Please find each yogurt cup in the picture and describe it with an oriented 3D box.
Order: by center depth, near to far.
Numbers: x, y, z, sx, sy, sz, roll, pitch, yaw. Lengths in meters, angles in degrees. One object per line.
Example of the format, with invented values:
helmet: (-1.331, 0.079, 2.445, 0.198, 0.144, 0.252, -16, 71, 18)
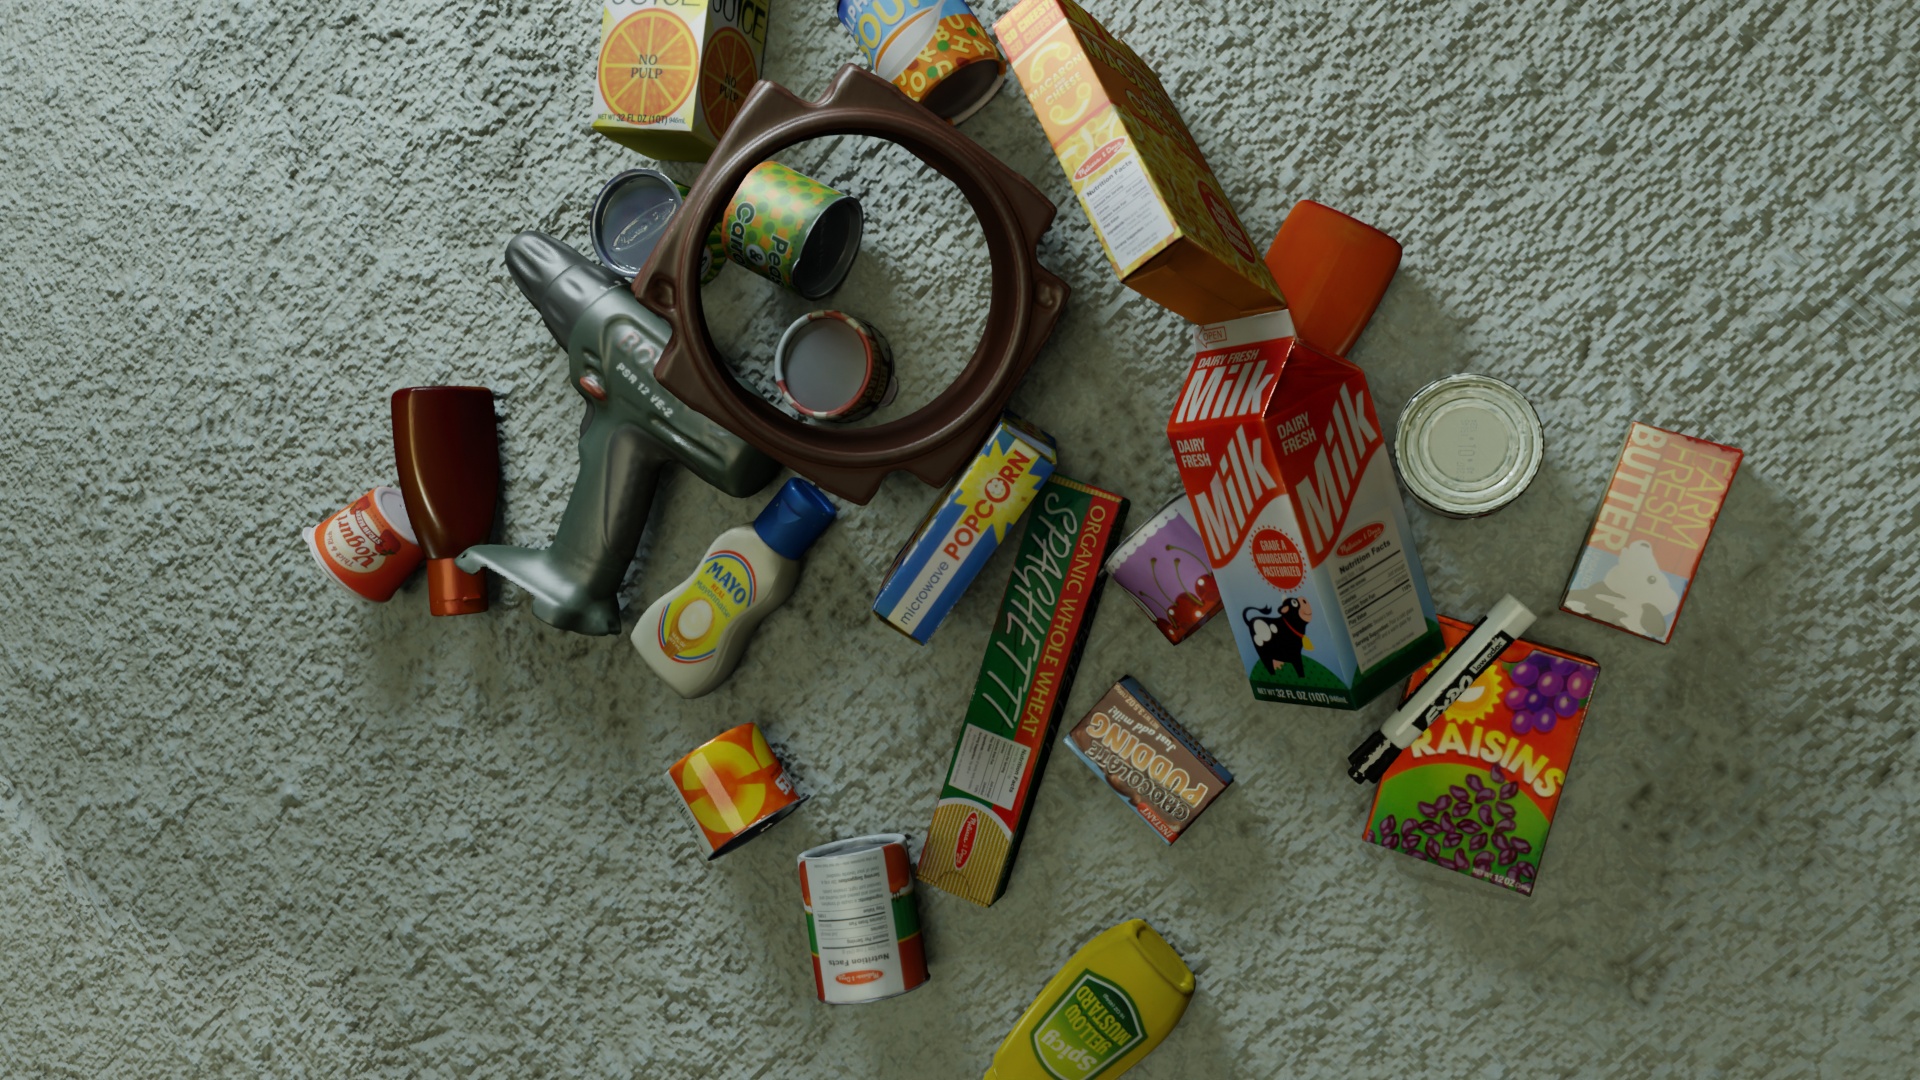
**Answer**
yogurt cup: (-0.389, 0.001, 0.927, 0.054, 0.072, 0.072, -39, 78, 7)

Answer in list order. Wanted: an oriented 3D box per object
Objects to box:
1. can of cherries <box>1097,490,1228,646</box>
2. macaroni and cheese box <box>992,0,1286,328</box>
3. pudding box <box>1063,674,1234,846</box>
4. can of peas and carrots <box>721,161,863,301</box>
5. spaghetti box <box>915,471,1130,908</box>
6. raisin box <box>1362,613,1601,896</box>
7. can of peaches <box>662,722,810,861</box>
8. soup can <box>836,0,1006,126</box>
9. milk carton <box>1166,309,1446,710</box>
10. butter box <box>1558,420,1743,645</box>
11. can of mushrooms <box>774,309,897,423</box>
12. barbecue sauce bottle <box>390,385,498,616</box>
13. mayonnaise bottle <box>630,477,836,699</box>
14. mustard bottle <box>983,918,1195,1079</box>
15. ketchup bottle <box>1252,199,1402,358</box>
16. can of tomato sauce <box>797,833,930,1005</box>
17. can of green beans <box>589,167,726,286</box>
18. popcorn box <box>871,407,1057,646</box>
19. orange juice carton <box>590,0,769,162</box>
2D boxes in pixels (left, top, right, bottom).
can of cherries: (0.119, 0.016, 0.751, 0.071, 0.071, 0.058, -44, 78, 14)
macaroni and cheese box: (0.093, -0.191, 0.709, 0.040, 0.124, 0.167, -34, 65, 27)
pudding box: (0.104, 0.122, 0.774, 0.084, 0.030, 0.049, 45, 104, 14)
can of peas and carrots: (-0.101, -0.183, 0.824, 0.059, 0.071, 0.071, 29, 99, 18)
spaghetti box: (0.036, 0.085, 0.798, 0.050, 0.029, 0.249, 19, 96, 18)
raisin box: (0.265, 0.107, 0.713, 0.086, 0.040, 0.123, 17, 95, 19)
can of peaches: (-0.136, 0.150, 0.839, 0.071, 0.071, 0.058, -37, 78, 16)
soup can: (-0.023, -0.288, 0.797, 0.071, 0.071, 0.084, -35, 79, 16)
milk carton: (0.165, -0.019, 0.686, 0.072, 0.074, 0.190, -1, 111, 59)
butter box: (0.344, -0.005, 0.694, 0.053, 0.024, 0.103, 21, 97, 19)
can of mushrooms: (-0.074, -0.103, 0.834, 0.071, 0.033, 0.071, 0, 89, 19)
barbecue sauce bottle: (-0.333, -0.026, 0.908, 0.043, 0.065, 0.148, -3, 92, 43)
mayonnaise bottle: (-0.136, 0.026, 0.851, 0.065, 0.041, 0.147, 45, 104, 14)
mustard bottle: (0.060, 0.284, 0.778, 0.065, 0.049, 0.160, 45, 103, 15)
ketchup bottle: (0.173, -0.103, 0.743, 0.065, 0.043, 0.148, 31, 100, 19)
can of tomato sauce: (-0.057, 0.219, 0.812, 0.071, 0.071, 0.083, -11, 86, 19)
can of green beans: (-0.185, -0.191, 0.859, 0.071, 0.058, 0.071, 0, 90, 19)
popcorn box: (0.003, -0.010, 0.777, 0.038, 0.085, 0.126, 35, 102, -4)
orange juice carton: (-0.164, -0.334, 0.845, 0.072, 0.073, 0.192, 8, 92, 19)
